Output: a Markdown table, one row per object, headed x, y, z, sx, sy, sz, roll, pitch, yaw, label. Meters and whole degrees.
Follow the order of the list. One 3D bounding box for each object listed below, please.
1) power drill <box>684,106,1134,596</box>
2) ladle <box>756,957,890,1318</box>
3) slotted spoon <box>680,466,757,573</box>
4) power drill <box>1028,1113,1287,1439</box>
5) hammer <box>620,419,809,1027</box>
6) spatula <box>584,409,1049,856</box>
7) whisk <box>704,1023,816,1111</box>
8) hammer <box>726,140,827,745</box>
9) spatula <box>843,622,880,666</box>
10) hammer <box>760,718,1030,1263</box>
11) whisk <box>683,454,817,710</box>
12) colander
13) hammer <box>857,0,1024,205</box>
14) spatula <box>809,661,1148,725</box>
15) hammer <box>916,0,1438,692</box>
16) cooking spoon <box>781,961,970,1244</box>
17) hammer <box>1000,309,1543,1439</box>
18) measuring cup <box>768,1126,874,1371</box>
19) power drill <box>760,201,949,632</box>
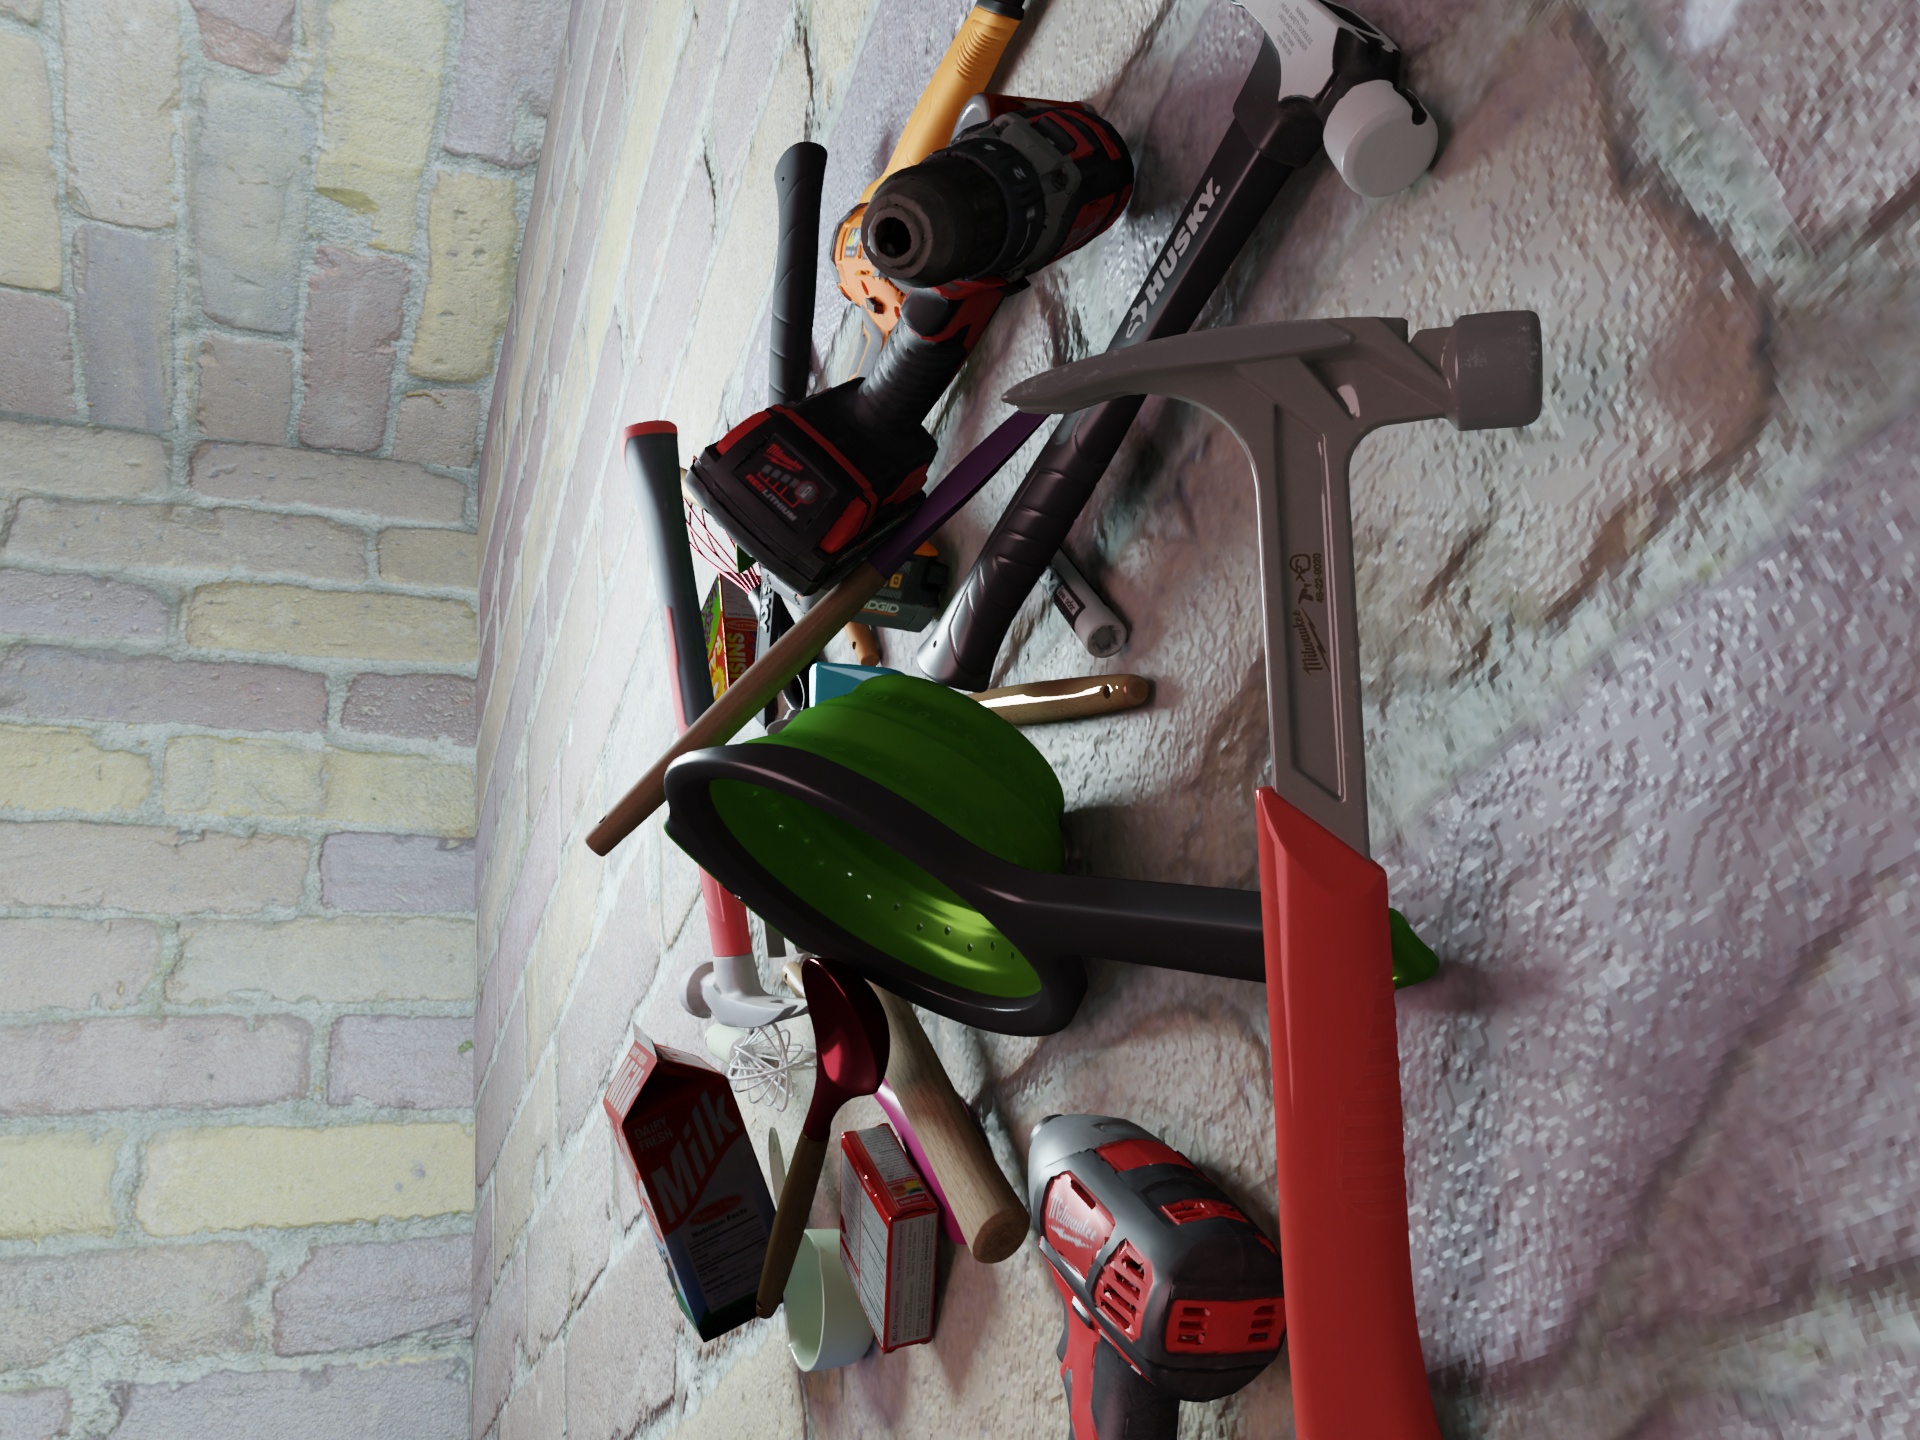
| x | y | z | sx | sy | sz | roll | pitch | yaw | label |
| --- | --- | --- | --- | --- | --- | --- | --- | --- | --- |
| -0.028 | -0.159 | 0.682 | 0.226 | 0.080 | 0.188 | -48 | -2 | 35 | power drill |
| -0.080 | 0.232 | 0.837 | 0.069 | 0.031 | 0.315 | 48 | 139 | 32 | ladle |
| -0.167 | -0.151 | 1.057 | 0.314 | 0.031 | 0.070 | -145 | 56 | -65 | slotted spoon |
| 0.047 | 0.259 | 0.589 | 0.143 | 0.078 | 0.219 | -150 | 70 | -65 | power drill |
| -0.159 | 0.000 | 1.004 | 0.143 | 0.038 | 0.386 | -10 | 89 | 55 | hammer |
| -0.057 | -0.052 | 0.735 | 0.316 | 0.018 | 0.060 | -45 | 17 | 0 | spatula |
| -0.146 | 0.229 | 1.093 | 0.246 | 0.059 | 0.058 | 161 | 94 | -71 | whisk |
| -0.116 | -0.173 | 1.035 | 0.149 | 0.036 | 0.409 | -2 | 84 | 58 | hammer |
| -0.095 | -0.146 | 1.069 | 0.081 | 0.041 | 0.323 | -66 | 34 | 37 | spatula |
| -0.047 | 0.142 | 0.827 | 0.332 | 0.031 | 0.130 | -126 | 38 | -47 | hammer |
| -0.146 | -0.101 | 1.143 | 0.296 | 0.073 | 0.073 | 62 | 142 | 42 | whisk |
| 0.029 | 0.045 | 0.639 | 0.397 | 0.204 | 0.094 | -2 | 49 | 52 | colander |
| 0.012 | -0.349 | 0.832 | 0.337 | 0.034 | 0.127 | 138 | 133 | -59 | hammer |
| -0.001 | -0.003 | 0.788 | 0.317 | 0.044 | 0.082 | 172 | 93 | -66 | spatula |
| 0.060 | -0.134 | 0.644 | 0.334 | 0.035 | 0.146 | -58 | 35 | 39 | hammer |
| -0.051 | 0.199 | 0.902 | 0.319 | 0.017 | 0.068 | -150 | 67 | -64 | cooking spoon |
| 0.095 | 0.068 | 0.454 | 0.036 | 0.149 | 0.359 | -7 | -87 | -71 | hammer |
| -0.084 | 0.304 | 0.941 | 0.168 | 0.038 | 0.083 | -116 | 37 | -54 | measuring cup |
| -0.038 | -0.168 | 0.863 | 0.164 | 0.084 | 0.226 | -145 | 65 | -63 | power drill |
